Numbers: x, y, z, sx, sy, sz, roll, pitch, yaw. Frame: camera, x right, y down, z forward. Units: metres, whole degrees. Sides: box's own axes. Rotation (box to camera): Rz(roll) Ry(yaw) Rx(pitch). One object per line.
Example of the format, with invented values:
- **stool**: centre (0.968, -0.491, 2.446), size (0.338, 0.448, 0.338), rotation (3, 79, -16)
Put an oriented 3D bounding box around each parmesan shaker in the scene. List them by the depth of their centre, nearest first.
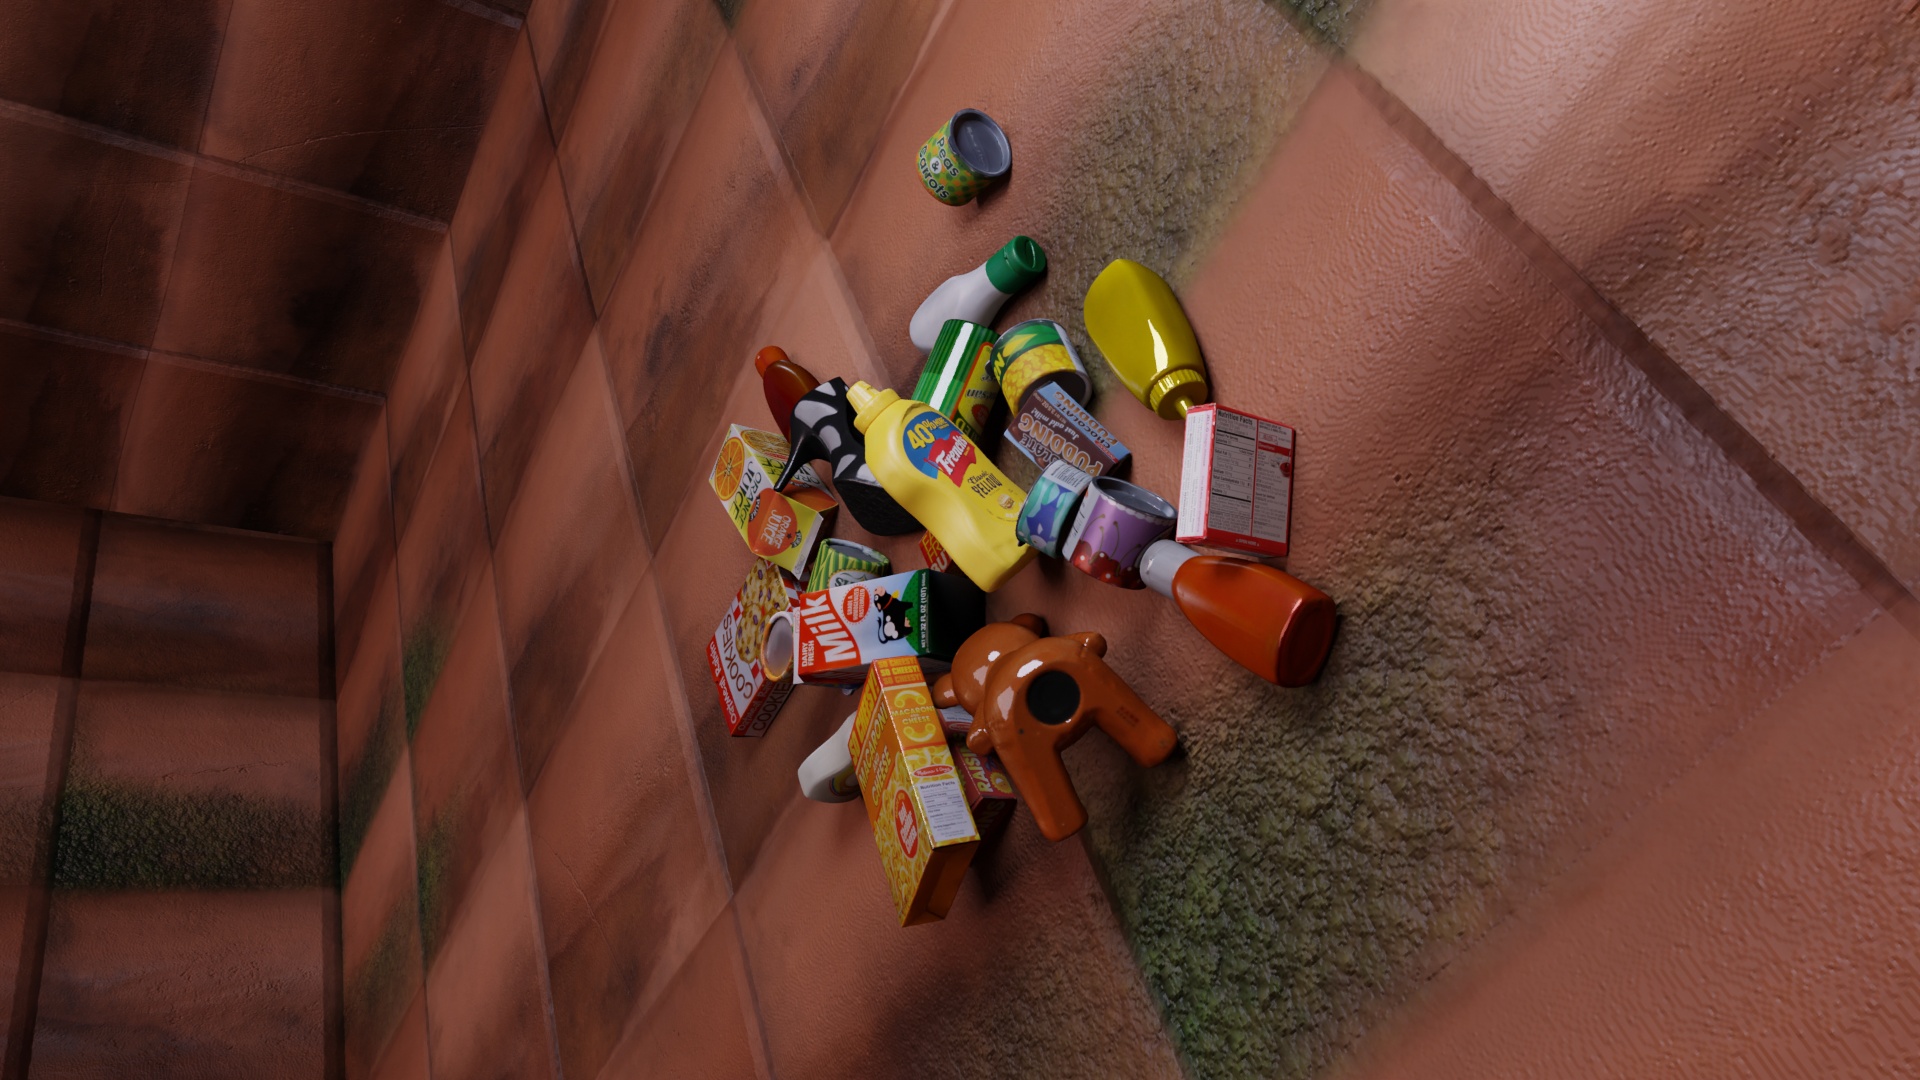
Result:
- **parmesan shaker**: centre (-0.004, -0.126, 1.156), size (0.071, 0.071, 0.103), rotation (9, 74, 56)

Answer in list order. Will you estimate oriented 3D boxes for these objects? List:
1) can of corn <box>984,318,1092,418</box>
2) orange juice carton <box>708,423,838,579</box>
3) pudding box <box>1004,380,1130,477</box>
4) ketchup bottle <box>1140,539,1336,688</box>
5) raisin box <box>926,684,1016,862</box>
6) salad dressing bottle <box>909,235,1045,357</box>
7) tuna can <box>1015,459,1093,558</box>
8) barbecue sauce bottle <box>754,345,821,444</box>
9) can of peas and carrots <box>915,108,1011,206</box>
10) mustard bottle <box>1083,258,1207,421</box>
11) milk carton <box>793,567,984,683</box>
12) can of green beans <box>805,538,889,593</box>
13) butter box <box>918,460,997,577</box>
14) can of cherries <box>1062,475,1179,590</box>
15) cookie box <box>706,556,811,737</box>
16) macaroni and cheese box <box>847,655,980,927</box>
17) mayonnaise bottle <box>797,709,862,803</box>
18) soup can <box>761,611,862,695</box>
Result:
- **can of corn**: centre (0.061, -0.128, 1.083), size (0.070, 0.071, 0.058), rotation (-53, 43, 34)
- **orange juice carton**: centre (-0.186, -0.040, 1.415), size (0.193, 0.073, 0.071), rotation (50, 122, 48)
- **pudding box**: centre (0.079, -0.073, 1.040), size (0.084, 0.030, 0.049), rotation (44, 126, 11)
- **ketchup bottle**: centre (0.173, 0.039, 0.895), size (0.149, 0.043, 0.064), rotation (33, 111, 54)
- **raisin box**: centre (-0.011, 0.190, 1.126), size (0.085, 0.040, 0.124), rotation (-58, 40, 27)
- **salad dressing bottle**: centre (0.014, -0.209, 1.198), size (0.147, 0.044, 0.064), rotation (-32, 54, 46)
- **tuna can**: centre (0.069, -0.020, 1.004), size (0.033, 0.071, 0.071), rotation (28, 108, 18)
- **barbecue sauce bottle**: centre (-0.180, -0.158, 1.466), size (0.064, 0.044, 0.149), rotation (-63, 37, 22)
- **can of peas and carrots**: centre (0.000, -0.337, 1.229), size (0.058, 0.071, 0.071), rotation (-28, 59, 50)
- **mustard bottle**: centre (0.139, -0.131, 0.989), size (0.065, 0.049, 0.161), rotation (-52, 43, 35)
- **milk carton**: centre (-0.075, 0.078, 1.180), size (0.190, 0.073, 0.072), rotation (-13, 70, 37)
- **can of green beans**: centre (-0.105, 0.036, 1.281), size (0.071, 0.071, 0.057), rotation (34, 109, 54)
- **butter box**: centre (0.004, -0.015, 1.174), size (0.103, 0.024, 0.053), rotation (-57, 39, 29)
- **can of cherries**: centre (0.114, -0.004, 0.976), size (0.072, 0.071, 0.058), rotation (45, 118, 51)
- **cookie box**: centre (-0.203, 0.102, 1.428), size (0.166, 0.040, 0.123), rotation (-56, 40, 30)
- **macaroni and cheese box**: centre (-0.039, 0.191, 1.065), size (0.123, 0.040, 0.167), rotation (108, 149, -46)
- **mayonnaise bottle**: centre (-0.080, 0.176, 1.213), size (0.147, 0.065, 0.041), rotation (-47, 48, 33)
- **soup can**: centre (-0.134, 0.105, 1.289), size (0.071, 0.084, 0.071), rotation (-19, 66, 52)
